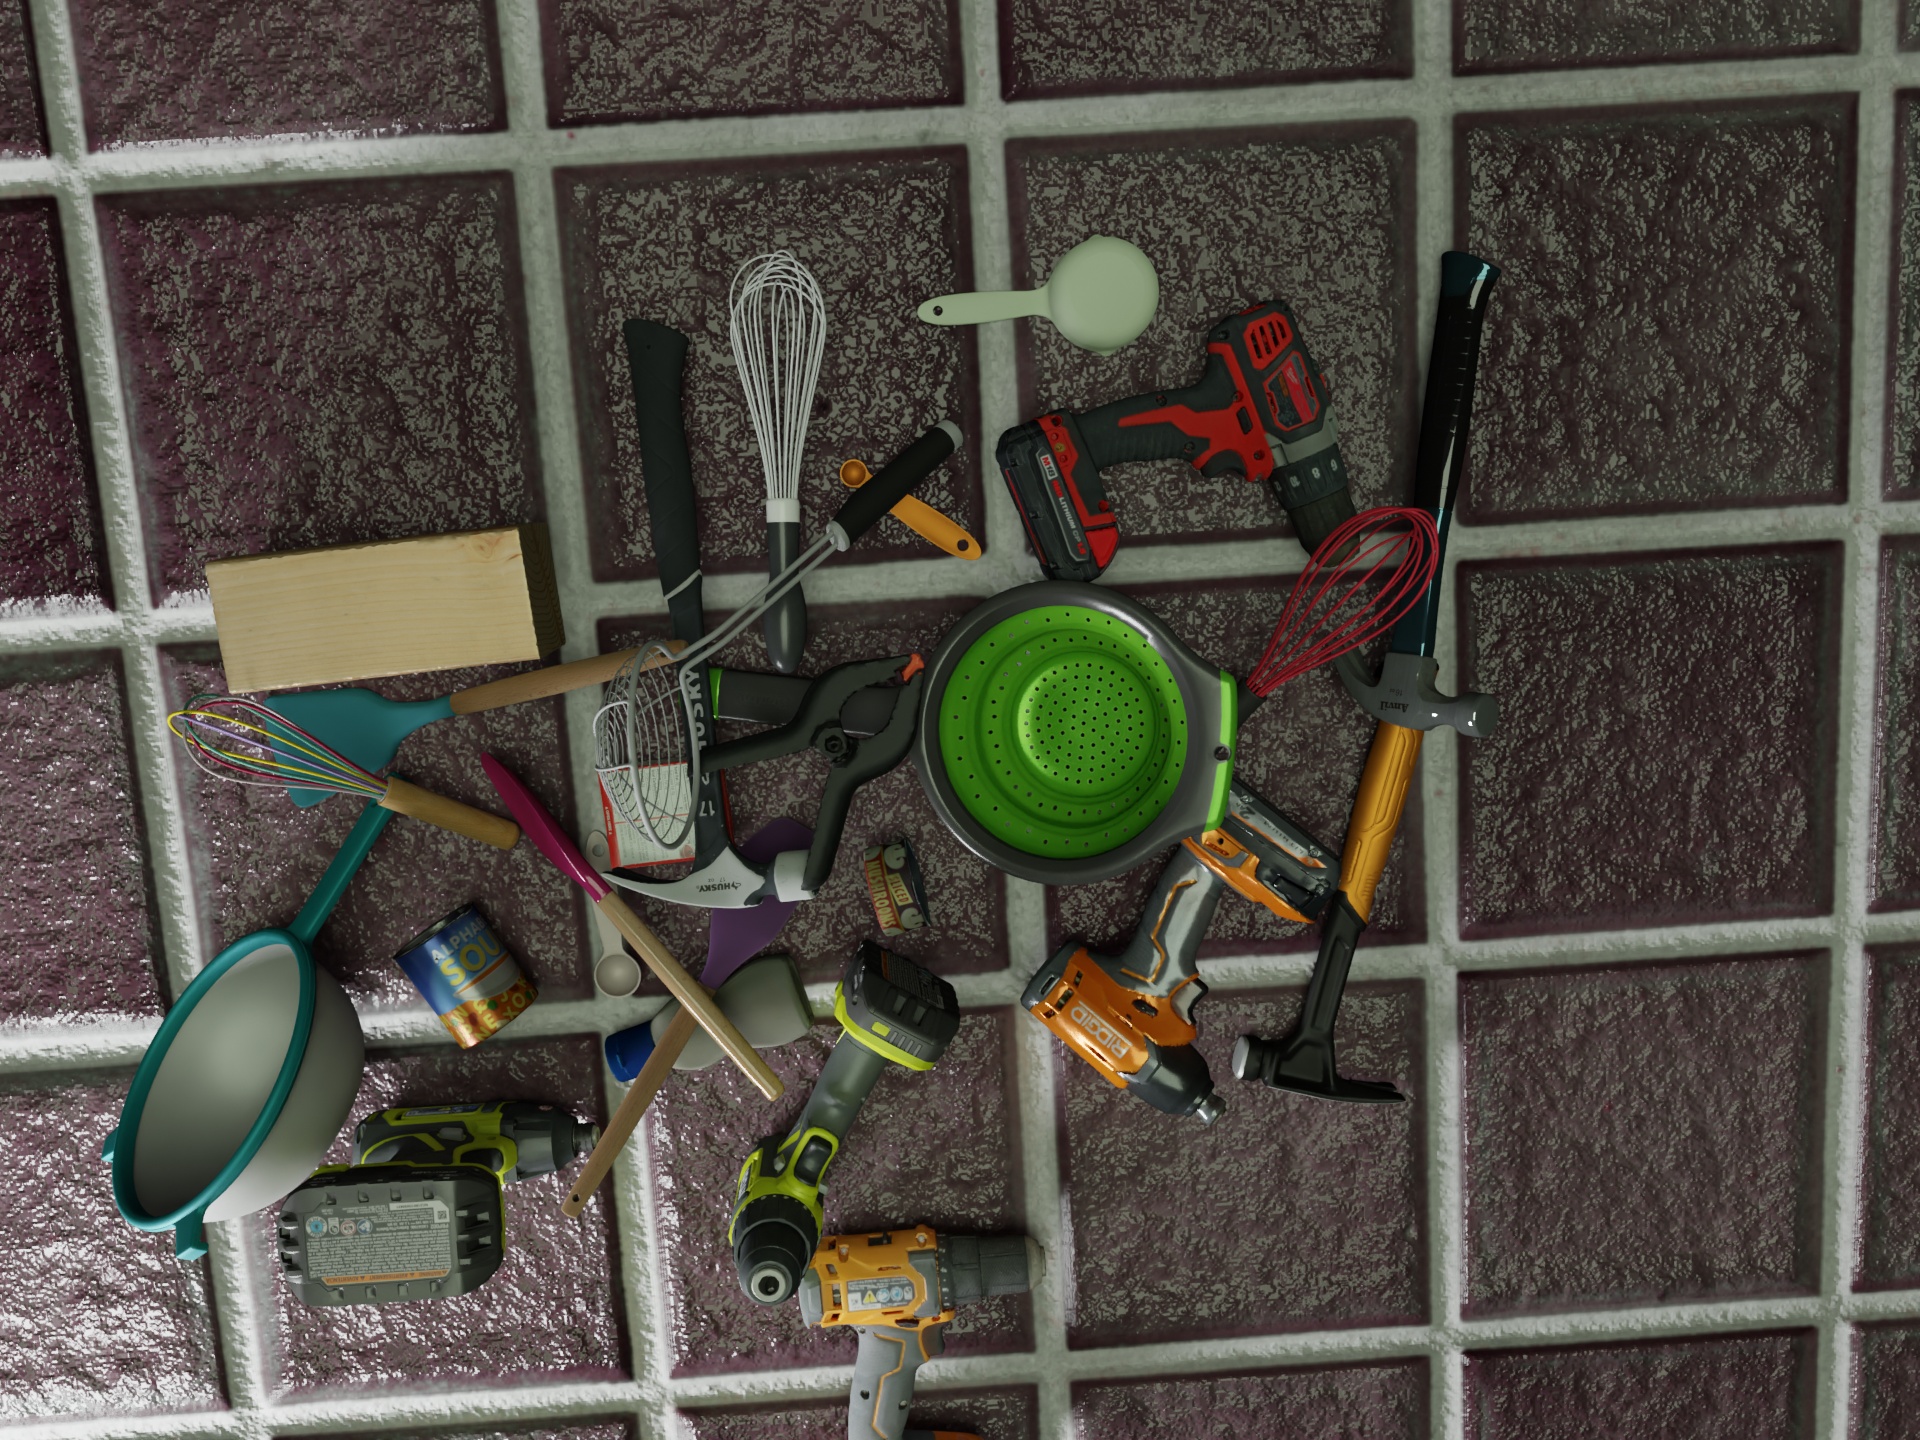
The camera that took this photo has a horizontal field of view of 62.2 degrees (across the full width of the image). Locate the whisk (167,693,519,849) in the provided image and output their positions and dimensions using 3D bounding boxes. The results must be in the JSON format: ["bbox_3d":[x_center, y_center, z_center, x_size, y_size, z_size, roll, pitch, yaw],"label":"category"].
[{"bbox_3d":[-0.415,0.040,1.086,0.244,0.051,0.047,26,114,-34],"label":"whisk"}]

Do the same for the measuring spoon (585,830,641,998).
[{"bbox_3d":[-0.257,0.141,1.165,0.034,0.018,0.124,-8,93,0],"label":"measuring spoon"}]

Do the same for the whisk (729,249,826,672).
[{"bbox_3d":[-0.122,-0.174,1.081,0.070,0.070,0.284,-1,94,-2],"label":"whisk"}]

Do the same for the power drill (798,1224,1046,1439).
[{"bbox_3d":[-0.022,0.491,1.196,0.185,0.084,0.226,-5,95,-2],"label":"power drill"}]

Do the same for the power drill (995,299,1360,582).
[{"bbox_3d":[0.157,-0.164,1.097,0.226,0.080,0.188,-23,99,-1],"label":"power drill"}]

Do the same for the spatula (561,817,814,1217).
[{"bbox_3d":[-0.196,0.210,1.135,0.060,0.018,0.316,29,82,11],"label":"spatula"}]

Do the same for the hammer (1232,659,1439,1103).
[{"bbox_3d":[0.300,0.117,1.165,0.127,0.034,0.337,12,99,-3],"label":"hammer"}]

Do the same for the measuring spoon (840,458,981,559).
[{"bbox_3d":[-0.035,-0.148,1.126,0.117,0.011,0.021,32,98,-10],"label":"measuring spoon"}]

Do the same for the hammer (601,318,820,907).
[{"bbox_3d":[-0.193,-0.072,1.095,0.149,0.036,0.409,-7,91,10],"label":"hammer"}]

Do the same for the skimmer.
[{"bbox_3d":[-0.099,-0.071,1.024,0.090,0.127,0.363,29,62,30],"label":"skimmer"}]

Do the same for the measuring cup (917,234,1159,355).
[{"bbox_3d":[0.054,-0.288,1.089,0.167,0.038,0.083,-6,99,-3],"label":"measuring cup"}]

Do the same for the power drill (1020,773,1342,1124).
[{"bbox_3d":[0.171,0.166,1.128,0.164,0.084,0.226,39,98,14],"label":"power drill"}]

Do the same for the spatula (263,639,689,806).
[{"bbox_3d":[-0.332,-0.013,1.098,0.317,0.044,0.082,-13,97,17],"label":"spatula"}]

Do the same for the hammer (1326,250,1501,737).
[{"bbox_3d":[0.328,-0.158,1.094,0.033,0.128,0.331,8,90,-40],"label":"hammer"}]

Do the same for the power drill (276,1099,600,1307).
[{"bbox_3d":[-0.349,0.313,1.082,0.171,0.223,0.080,-4,93,-1],"label":"power drill"}]

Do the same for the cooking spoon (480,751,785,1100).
[{"bbox_3d":[-0.232,0.143,1.117,0.017,0.068,0.319,-40,86,-27],"label":"cooking spoon"}]

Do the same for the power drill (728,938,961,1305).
[{"bbox_3d":[-0.089,0.281,1.105,0.080,0.190,0.228,29,93,-6],"label":"power drill"}]

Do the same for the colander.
[{"bbox_3d":[-0.002,-0.004,1.120,0.397,0.094,0.204,7,96,15],"label":"colander"}]

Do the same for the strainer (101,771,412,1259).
[{"bbox_3d":[-0.456,0.203,1.122,0.095,0.211,0.340,39,72,-40],"label":"strainer"}]

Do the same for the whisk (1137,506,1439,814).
[{"bbox_3d":[0.216,-0.036,1.100,0.073,0.073,0.295,38,115,-7],"label":"whisk"}]
